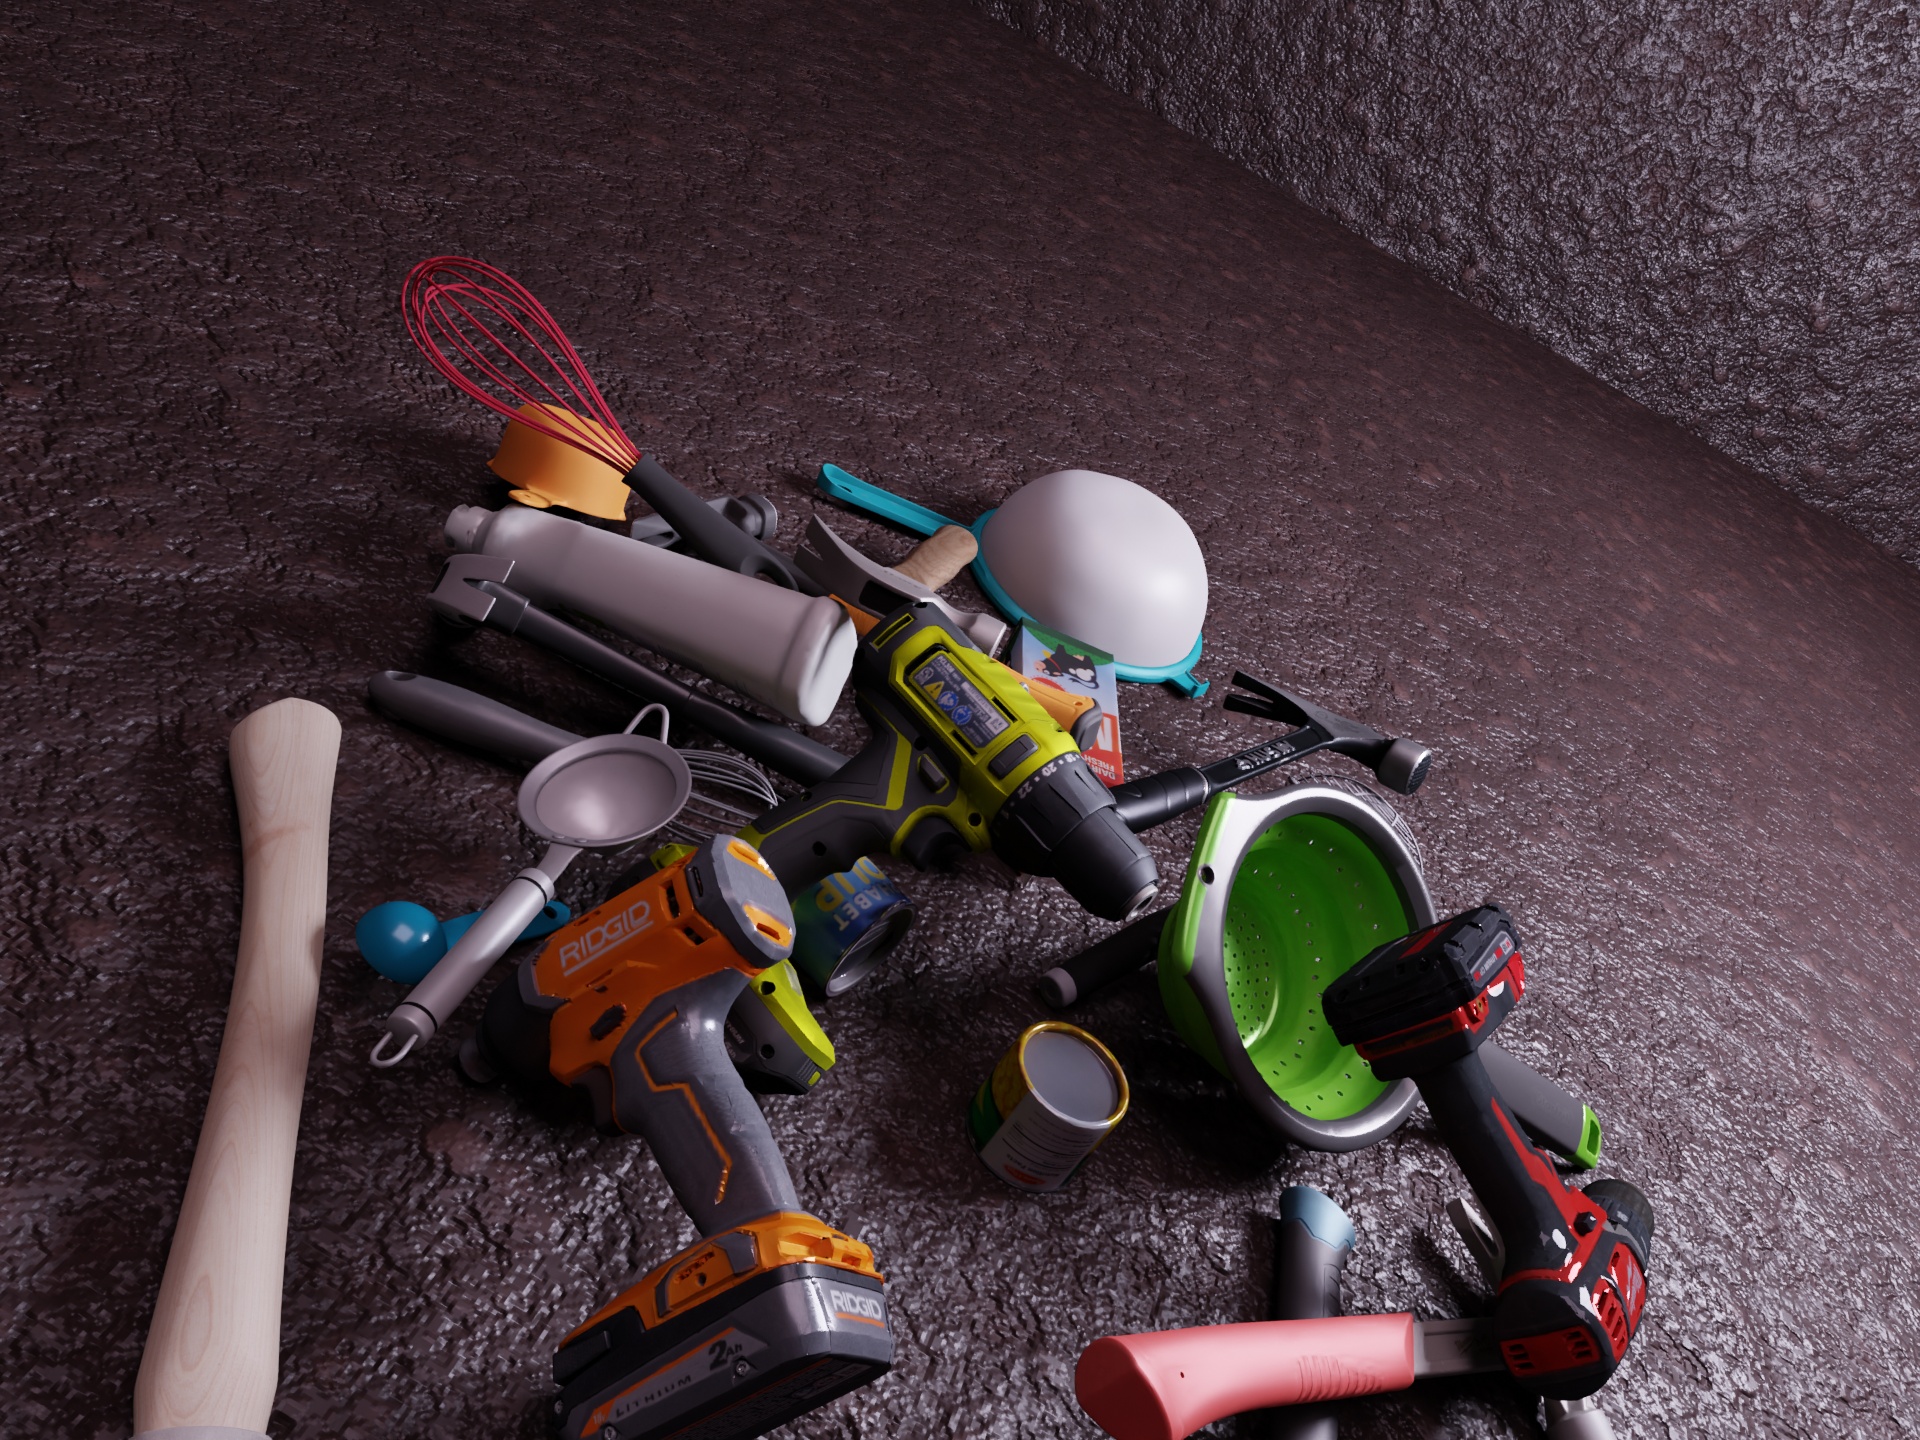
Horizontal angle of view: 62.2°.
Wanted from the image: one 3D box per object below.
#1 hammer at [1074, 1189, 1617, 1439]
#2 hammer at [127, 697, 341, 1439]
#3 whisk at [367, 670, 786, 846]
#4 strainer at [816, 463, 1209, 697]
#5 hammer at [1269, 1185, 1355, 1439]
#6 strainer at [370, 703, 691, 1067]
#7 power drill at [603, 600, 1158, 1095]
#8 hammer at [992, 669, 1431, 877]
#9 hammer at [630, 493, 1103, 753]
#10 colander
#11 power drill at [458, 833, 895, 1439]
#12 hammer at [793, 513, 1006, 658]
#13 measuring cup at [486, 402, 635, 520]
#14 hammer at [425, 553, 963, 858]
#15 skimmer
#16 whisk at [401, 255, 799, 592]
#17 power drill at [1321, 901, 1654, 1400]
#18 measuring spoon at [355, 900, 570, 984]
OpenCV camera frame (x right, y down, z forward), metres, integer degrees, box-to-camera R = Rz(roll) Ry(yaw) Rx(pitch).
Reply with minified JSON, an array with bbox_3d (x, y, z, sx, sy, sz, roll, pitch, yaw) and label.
[{"bbox_3d":[0.186,0.292,0.755,0.358,0.036,0.149,16,41,-40],"label":"hammer"},{"bbox_3d":[-0.281,0.141,0.663,0.146,0.038,0.411,13,38,-26],"label":"hammer"},{"bbox_3d":[-0.205,0.018,0.867,0.239,0.055,0.055,20,35,-7],"label":"whisk"},{"bbox_3d":[0.060,-0.155,1.239,0.340,0.095,0.211,21,36,-16],"label":"strainer"},{"bbox_3d":[0.157,0.351,0.728,0.128,0.033,0.331,29,34,-4],"label":"hammer"},{"bbox_3d":[-0.198,0.076,0.746,0.087,0.050,0.258,10,33,14],"label":"strainer"},{"bbox_3d":[-0.036,0.074,0.773,0.228,0.080,0.191,-40,69,-9],"label":"power drill"},{"bbox_3d":[0.149,0.033,0.980,0.149,0.036,0.409,29,25,30],"label":"hammer"},{"bbox_3d":[-0.058,-0.063,1.014,0.337,0.034,0.127,29,31,26],"label":"hammer"},{"bbox_3d":[0.242,0.183,0.957,0.396,0.094,0.205,34,61,-27],"label":"colander"},{"bbox_3d":[-0.127,0.176,0.651,0.084,0.164,0.227,42,22,-53],"label":"power drill"},{"bbox_3d":[-0.024,-0.099,1.028,0.130,0.031,0.331,27,13,0],"label":"hammer"},{"bbox_3d":[-0.251,-0.163,0.994,0.095,0.052,0.174,22,9,-8],"label":"measuring cup"},{"bbox_3d":[-0.141,-0.004,0.904,0.334,0.035,0.146,28,-9,-16],"label":"hammer"},{"bbox_3d":[0.177,0.122,1.035,0.363,0.090,0.127,-21,63,-37],"label":"skimmer"},{"bbox_3d":[-0.209,-0.165,0.949,0.295,0.073,0.073,42,32,-12],"label":"whisk"},{"bbox_3d":[0.297,0.217,0.846,0.188,0.080,0.227,-14,77,-56],"label":"power drill"},{"bbox_3d":[-0.225,0.094,0.749,0.042,0.021,0.128,52,24,17],"label":"measuring spoon"}]
